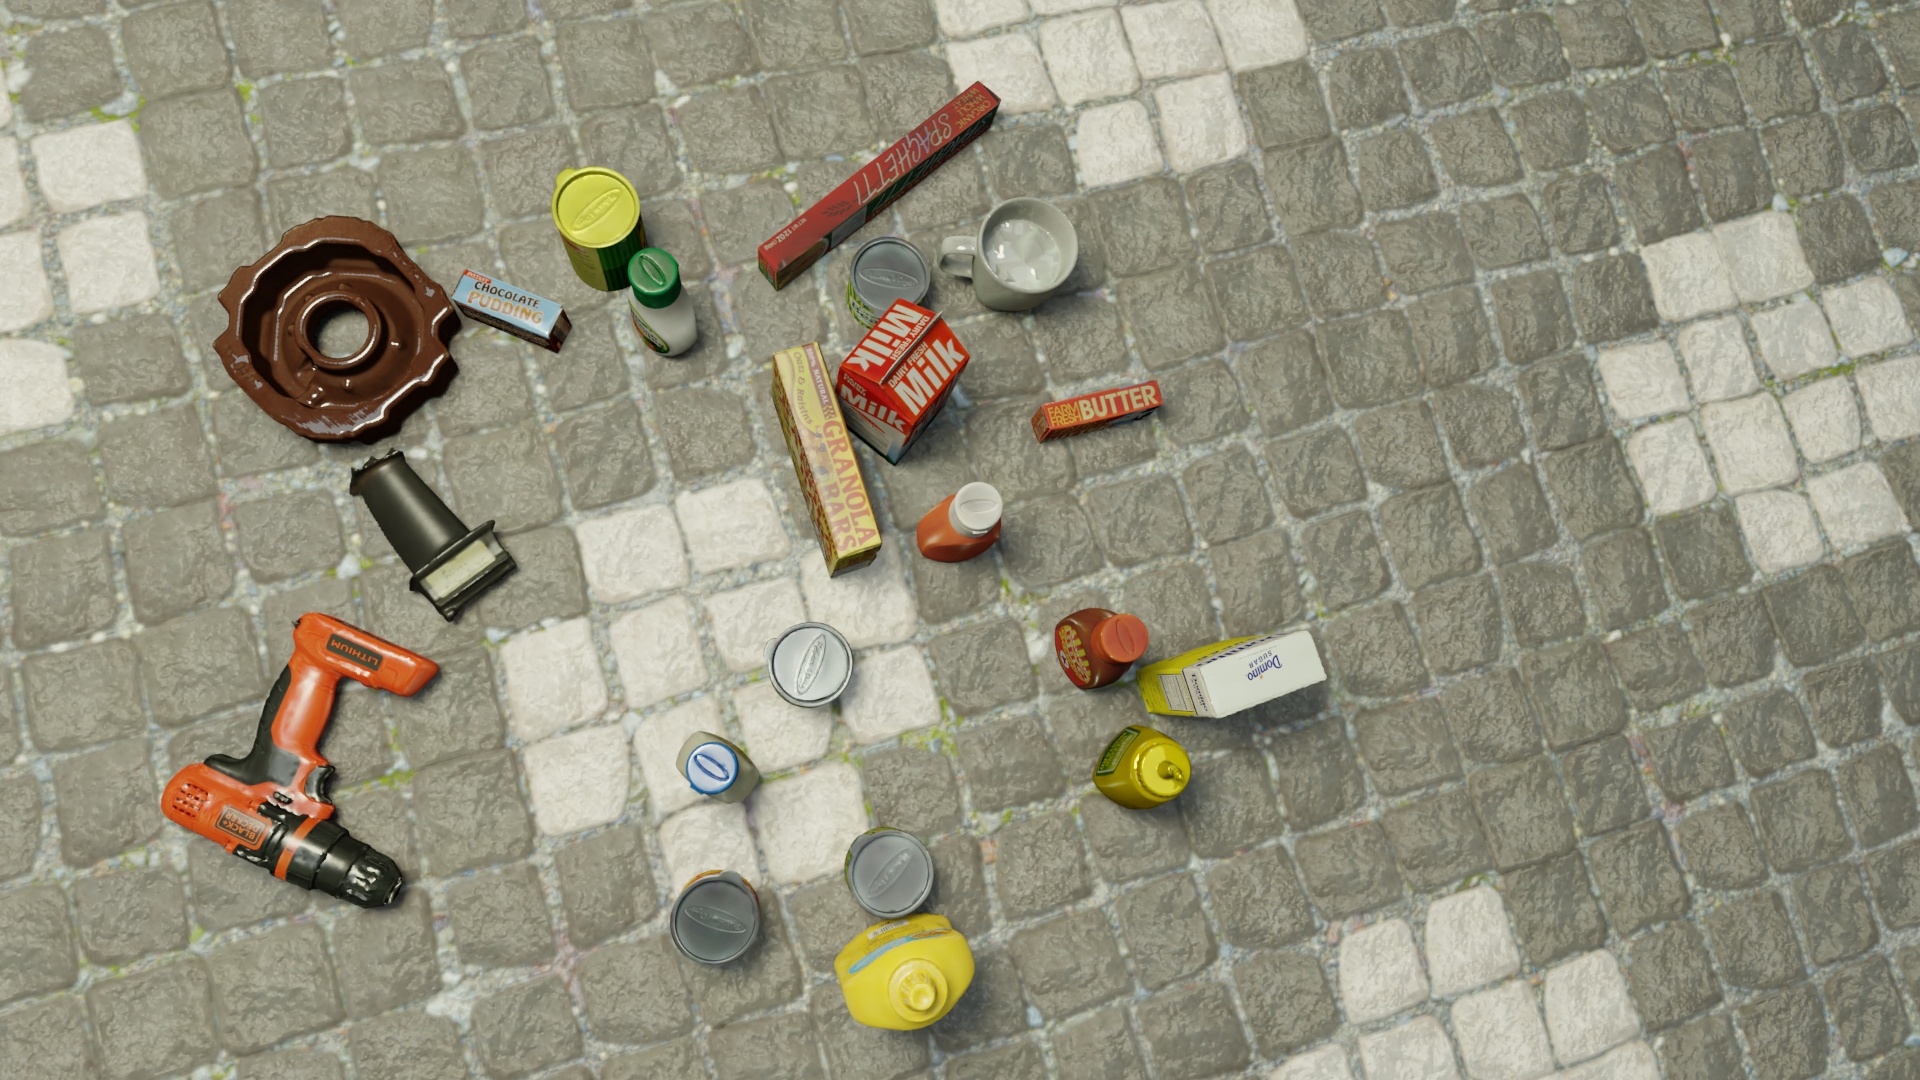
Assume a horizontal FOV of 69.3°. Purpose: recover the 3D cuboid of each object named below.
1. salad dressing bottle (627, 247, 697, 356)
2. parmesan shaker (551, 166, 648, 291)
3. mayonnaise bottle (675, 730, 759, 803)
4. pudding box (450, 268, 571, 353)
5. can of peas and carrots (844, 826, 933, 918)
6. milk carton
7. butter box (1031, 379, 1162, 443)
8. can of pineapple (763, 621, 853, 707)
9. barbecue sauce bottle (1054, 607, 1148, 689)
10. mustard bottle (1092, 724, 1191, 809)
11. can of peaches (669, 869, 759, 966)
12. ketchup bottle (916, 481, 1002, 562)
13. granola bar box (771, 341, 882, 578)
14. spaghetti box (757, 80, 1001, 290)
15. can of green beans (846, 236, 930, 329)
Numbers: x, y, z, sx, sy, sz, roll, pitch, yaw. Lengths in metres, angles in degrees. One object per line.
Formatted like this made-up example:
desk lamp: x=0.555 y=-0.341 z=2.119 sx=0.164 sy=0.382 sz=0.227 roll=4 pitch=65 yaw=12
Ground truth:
salad dressing bottle: x=-0.235 y=-0.187 z=1.088 sx=0.044 sy=0.147 sz=0.064 roll=-38 pitch=88 yaw=-12
parmesan shaker: x=-0.288 y=-0.250 z=1.113 sx=0.071 sy=0.103 sz=0.071 roll=1 pitch=81 yaw=-8
mayonnaise bottle: x=-0.182 y=0.169 z=1.036 sx=0.065 sy=0.148 sz=0.041 roll=36 pitch=78 yaw=-1
pudding box: x=-0.361 y=-0.185 z=1.119 sx=0.084 sy=0.049 sz=0.030 roll=22 pitch=79 yaw=-4
can of peas and carrots: x=-0.059 y=0.256 z=1.085 sx=0.071 sy=0.058 sz=0.071 roll=1 pitch=81 yaw=-8
milk carton: x=-0.048 y=-0.125 z=1.083 sx=0.073 sy=0.190 sz=0.072 roll=39 pitch=78 yaw=-1
butter box: x=0.115 y=-0.109 z=1.174 sx=0.104 sy=0.053 sz=0.024 roll=-13 pitch=83 yaw=-10
can of pineapple: x=-0.121 y=0.098 z=1.103 sx=0.071 sy=0.057 sz=0.071 roll=1 pitch=81 yaw=-8
barbecue sauce bottle: x=0.112 y=0.082 z=1.093 sx=0.044 sy=0.148 sz=0.065 roll=-20 pitch=84 yaw=-11
mustard bottle: x=0.146 y=0.176 z=1.076 sx=0.049 sy=0.160 sz=0.065 roll=35 pitch=78 yaw=-2
can of peaches: x=-0.186 y=0.285 z=1.062 sx=0.071 sy=0.058 sz=0.071 roll=1 pitch=81 yaw=-8
ketchup bottle: x=0.004 y=-0.014 z=1.093 sx=0.065 sy=0.148 sz=0.043 roll=-6 pitch=82 yaw=-9
granola bar box: x=-0.107 y=-0.060 z=1.097 sx=0.039 sy=0.124 sz=0.165 roll=-17 pitch=84 yaw=-10
spaghetti box: x=-0.069 y=-0.303 z=1.181 sx=0.250 sy=0.050 sz=0.028 roll=-41 pitch=88 yaw=-12
can of green beans: x=-0.062 y=-0.213 z=1.163 sx=0.071 sy=0.057 sz=0.071 roll=1 pitch=81 yaw=-8
